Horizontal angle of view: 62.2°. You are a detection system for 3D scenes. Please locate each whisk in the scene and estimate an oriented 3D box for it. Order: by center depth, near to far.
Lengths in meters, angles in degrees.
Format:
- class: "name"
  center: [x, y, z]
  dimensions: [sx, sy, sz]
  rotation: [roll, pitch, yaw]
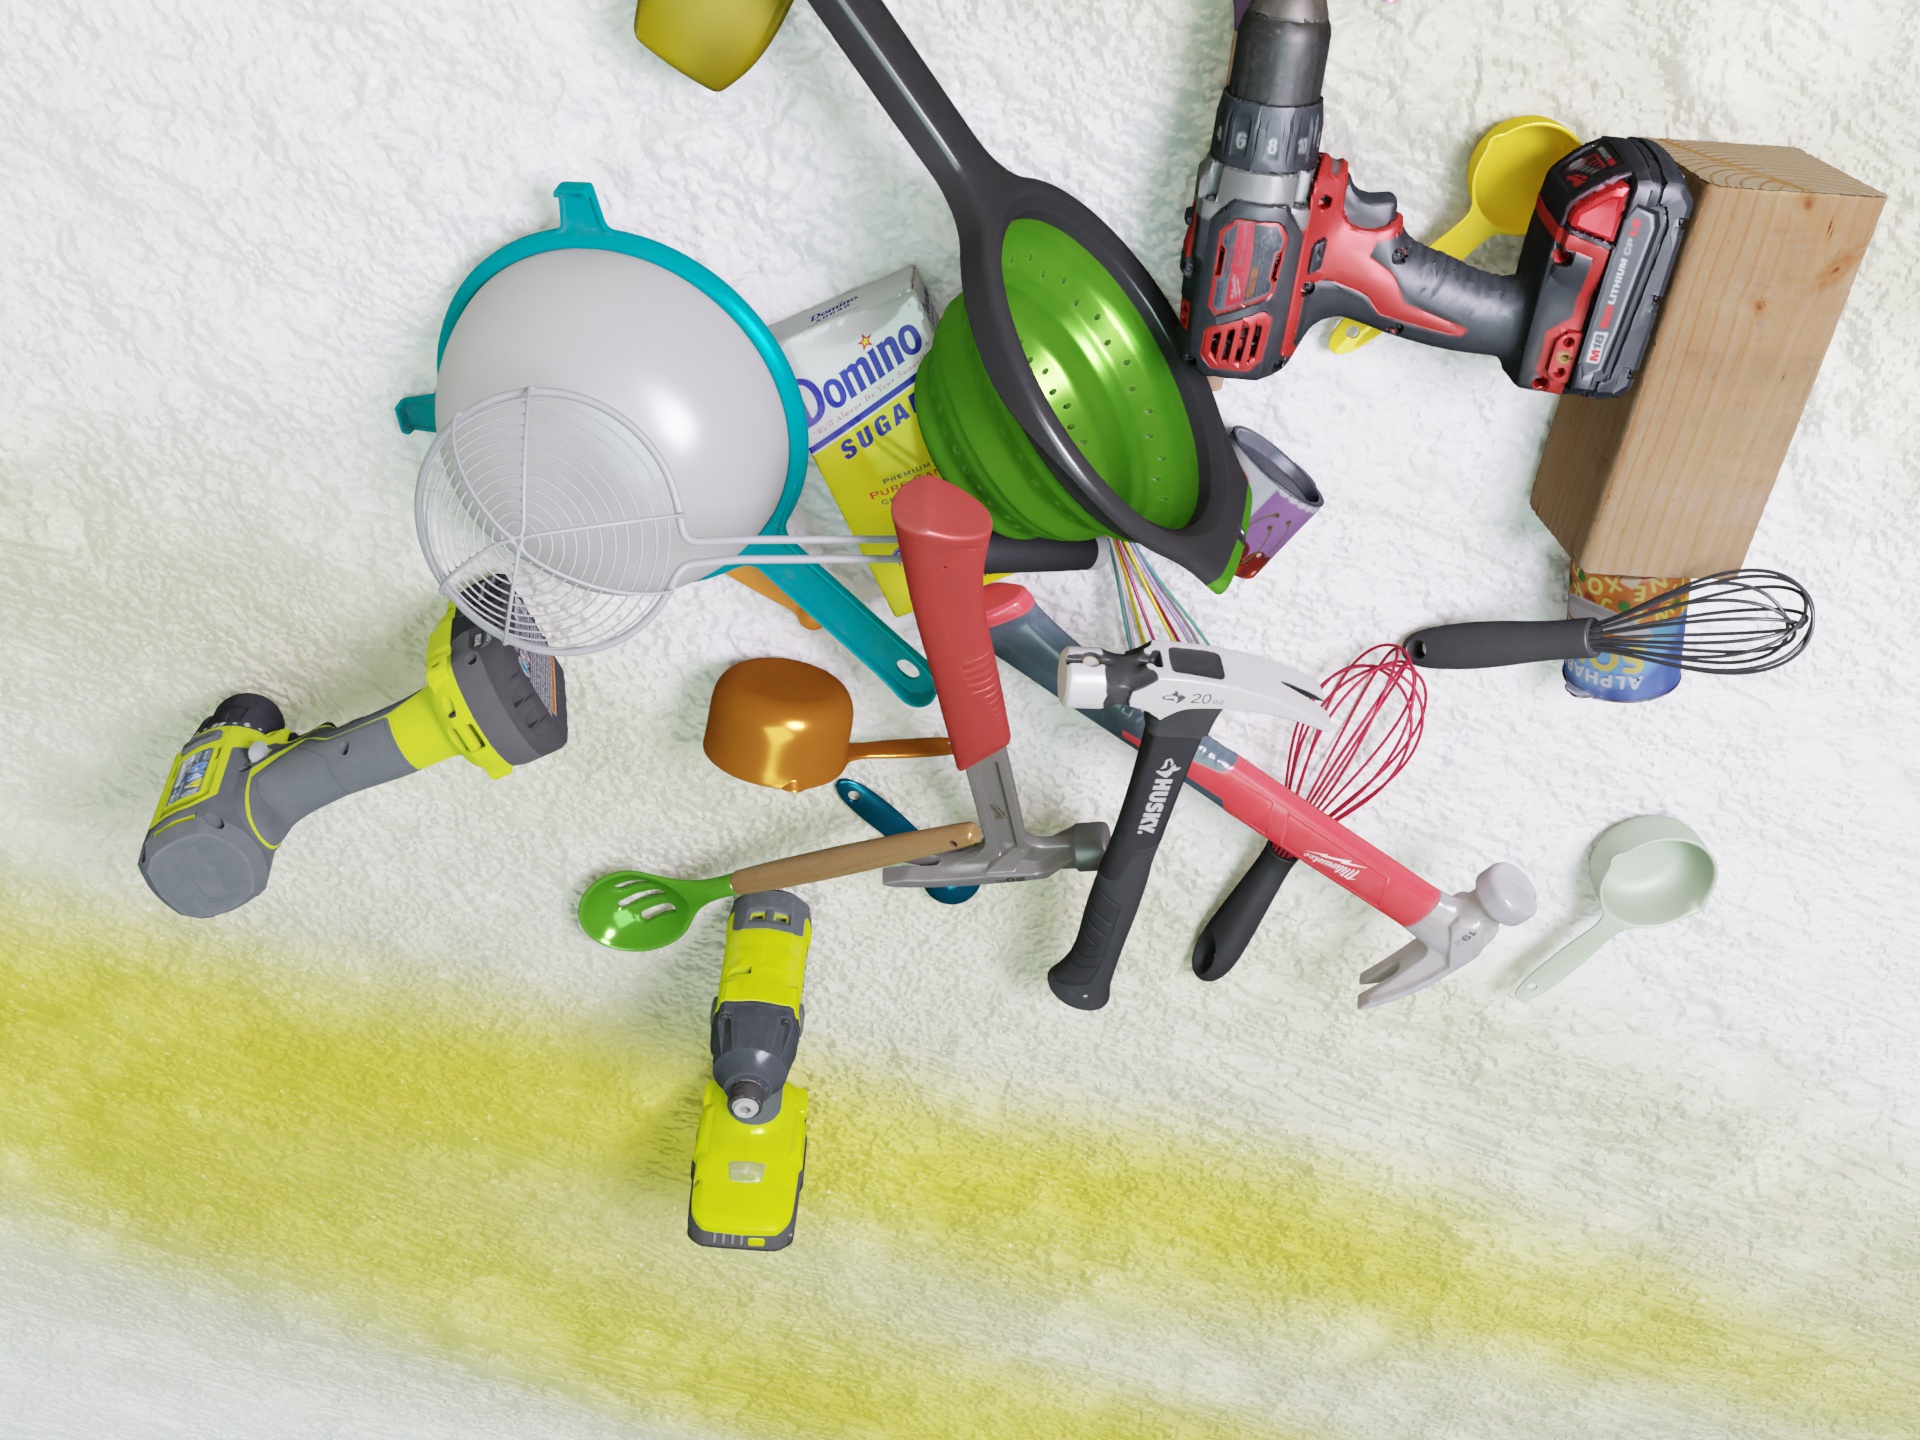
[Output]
- class: "whisk"
  center: [0.352, -0.049, 0.889]
  dimensions: [0.239, 0.055, 0.055]
  rotation: [-3, 134, 48]
- class: "whisk"
  center: [0.100, -0.093, 0.925]
  dimensions: [0.051, 0.047, 0.244]
  rotation: [-19, 118, 13]
- class: "whisk"
  center: [0.217, 0.069, 1.026]
  dimensions: [0.073, 0.073, 0.295]
  rotation: [16, 127, -11]

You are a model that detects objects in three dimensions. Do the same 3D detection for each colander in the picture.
- class: "colander"
  center: [-0.005, -0.216, 0.770]
  dimensions: [0.094, 0.205, 0.396]
  rotation: [-25, 115, 33]

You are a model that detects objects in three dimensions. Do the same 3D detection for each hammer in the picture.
- class: "hammer"
  center: [-0.001, -0.003, 0.887]
  dimensions: [0.149, 0.037, 0.358]
  rotation: [-4, 146, 7]
- class: "hammer"
  center: [0.107, 0.076, 0.939]
  dimensions: [0.146, 0.035, 0.334]
  rotation: [2, 140, -7]
- class: "hammer"
  center: [0.153, 0.045, 0.960]
  dimensions: [0.386, 0.038, 0.143]
  rotation: [33, 132, -12]

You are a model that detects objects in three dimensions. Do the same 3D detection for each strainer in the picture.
- class: "strainer"
  center: [-0.147, -0.101, 0.853]
  dimensions: [0.340, 0.095, 0.211]
  rotation: [41, 125, -15]

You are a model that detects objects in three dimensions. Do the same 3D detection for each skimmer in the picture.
- class: "skimmer"
  center: [-0.085, -0.098, 0.815]
  dimensions: [0.363, 0.090, 0.127]
  rotation: [-4, 114, -36]

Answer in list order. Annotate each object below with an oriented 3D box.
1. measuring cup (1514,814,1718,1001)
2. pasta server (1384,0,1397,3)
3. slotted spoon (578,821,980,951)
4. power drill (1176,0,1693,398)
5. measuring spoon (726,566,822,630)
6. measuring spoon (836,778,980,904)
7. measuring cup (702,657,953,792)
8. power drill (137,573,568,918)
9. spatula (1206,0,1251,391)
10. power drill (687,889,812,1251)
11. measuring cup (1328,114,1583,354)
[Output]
- class: "measuring cup"
  center: [0.432, 0.128, 1.076]
  dimensions: [0.083, 0.038, 0.167]
  rotation: [28, 121, -17]
- class: "pasta server"
  center: [0.182, -0.477, 0.674]
  dimensions: [0.060, 0.040, 0.316]
  rotation: [-4, 123, 16]
- class: "slotted spoon"
  center: [-0.120, 0.100, 1.012]
  dimensions: [0.314, 0.031, 0.070]
  rotation: [-15, 124, 31]
- class: "power drill"
  center: [0.224, -0.251, 0.772]
  dimensions: [0.226, 0.080, 0.187]
  rotation: [7, 125, 3]
- class: "measuring spoon"
  center: [-0.127, -0.087, 0.945]
  dimensions: [0.116, 0.011, 0.021]
  rotation: [34, 117, -20]
- class: "measuring spoon"
  center: [-0.036, 0.083, 1.051]
  dimensions: [0.042, 0.021, 0.128]
  rotation: [-38, 116, 22]
- class: "measuring cup"
  center: [-0.069, -0.003, 0.972]
  dimensions: [0.173, 0.095, 0.052]
  rotation: [-1, 119, -22]
- class: "power drill"
  center: [-0.350, 0.004, 0.921]
  dimensions: [0.228, 0.191, 0.080]
  rotation: [-25, 121, -1]
- class: "spatula"
  center: [0.138, -0.316, 0.792]
  dimensions: [0.060, 0.018, 0.315]
  rotation: [6, 123, 9]
- class: "power drill"
  center: [-0.141, 0.250, 1.076]
  dimensions: [0.080, 0.171, 0.223]
  rotation: [5, 127, -4]
- class: "measuring cup"
  center: [0.254, -0.251, 0.833]
  dimensions: [0.062, 0.029, 0.156]
  rotation: [37, 122, -21]
